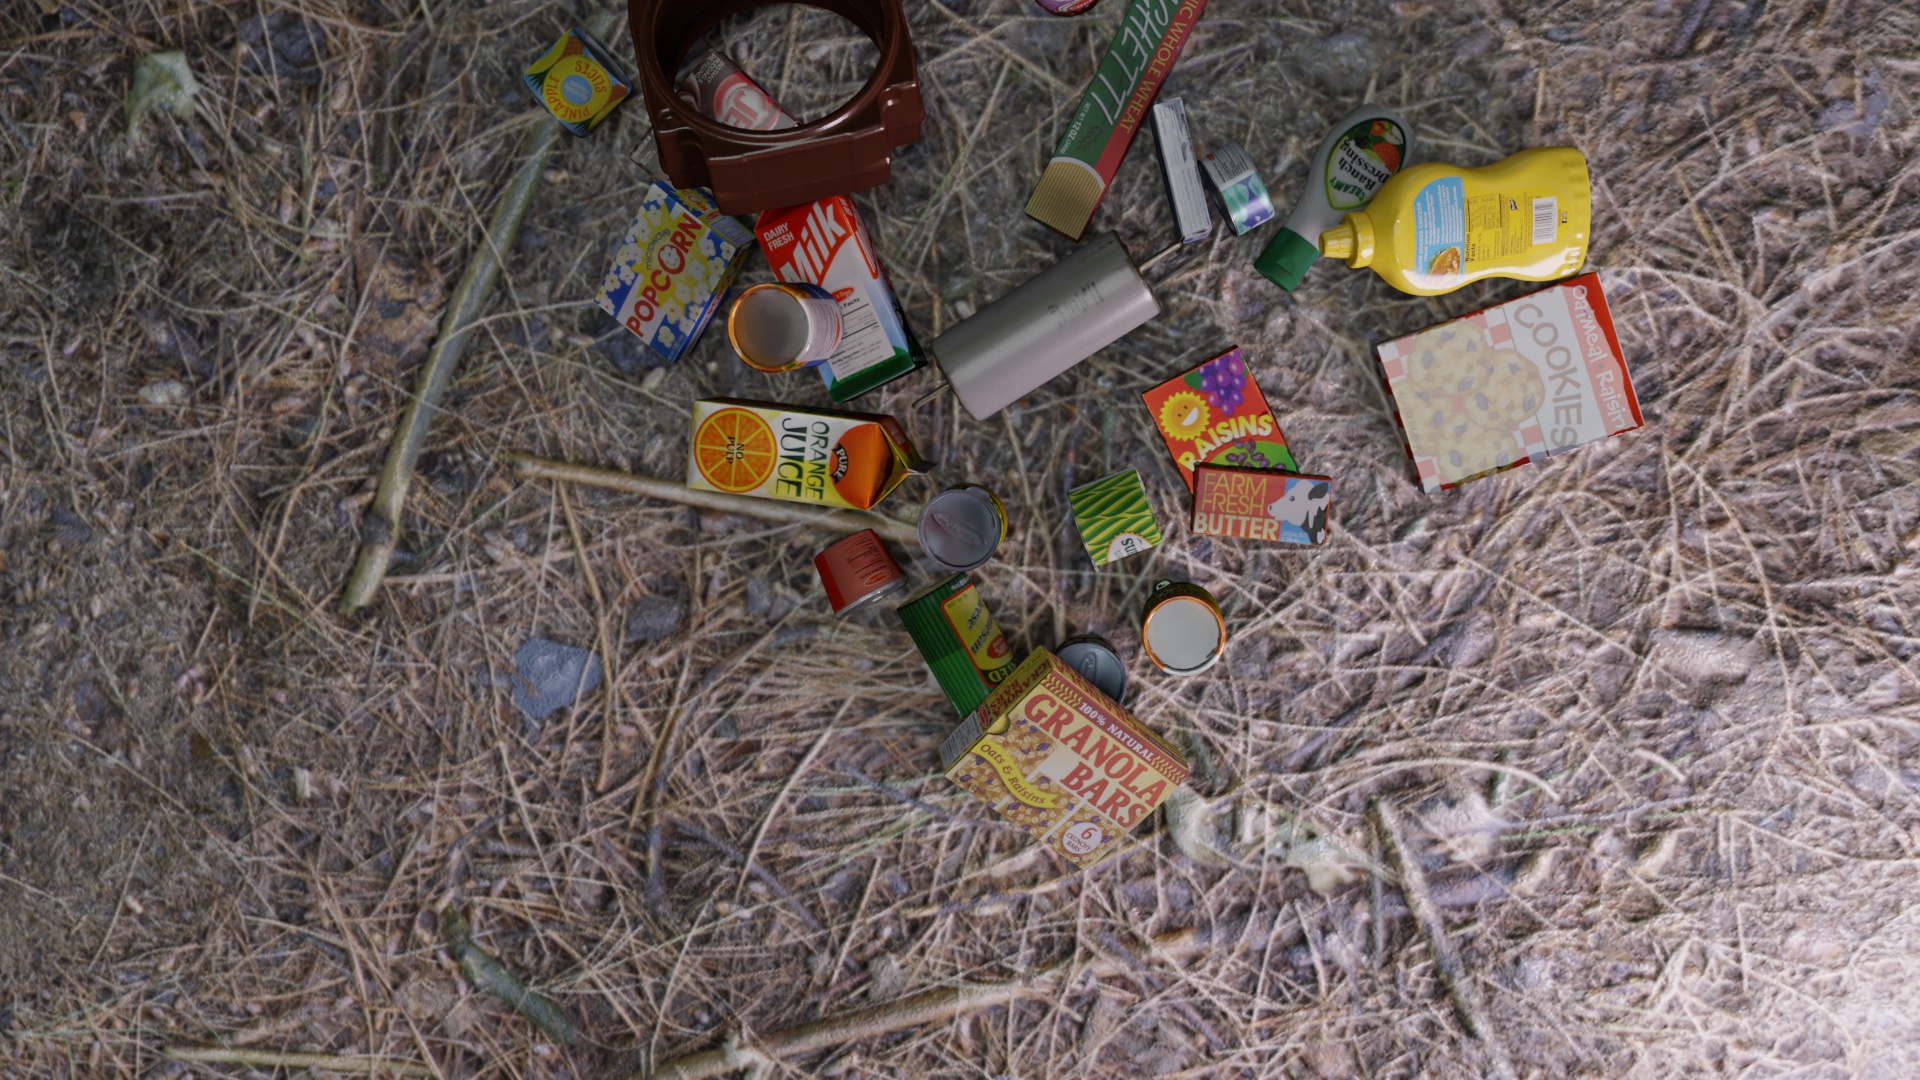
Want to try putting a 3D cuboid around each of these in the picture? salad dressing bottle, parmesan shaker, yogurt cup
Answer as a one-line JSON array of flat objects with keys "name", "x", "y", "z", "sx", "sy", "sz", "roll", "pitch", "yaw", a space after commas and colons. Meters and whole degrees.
[{"name": "salad dressing bottle", "x": 0.282, "y": -0.259, "z": 1.058, "sx": 0.064, "sy": 0.044, "sz": 0.147, "roll": 35, "pitch": 101, "yaw": -7}, {"name": "parmesan shaker", "x": 0.000, "y": 0.085, "z": 1.127, "sx": 0.071, "sy": 0.071, "sz": 0.103, "roll": -30, "pitch": 93, "yaw": 11}, {"name": "yogurt cup", "x": -0.084, "y": 0.026, "z": 1.136, "sx": 0.072, "sy": 0.072, "sz": 0.054, "roll": -30, "pitch": 85, "yaw": 11}]

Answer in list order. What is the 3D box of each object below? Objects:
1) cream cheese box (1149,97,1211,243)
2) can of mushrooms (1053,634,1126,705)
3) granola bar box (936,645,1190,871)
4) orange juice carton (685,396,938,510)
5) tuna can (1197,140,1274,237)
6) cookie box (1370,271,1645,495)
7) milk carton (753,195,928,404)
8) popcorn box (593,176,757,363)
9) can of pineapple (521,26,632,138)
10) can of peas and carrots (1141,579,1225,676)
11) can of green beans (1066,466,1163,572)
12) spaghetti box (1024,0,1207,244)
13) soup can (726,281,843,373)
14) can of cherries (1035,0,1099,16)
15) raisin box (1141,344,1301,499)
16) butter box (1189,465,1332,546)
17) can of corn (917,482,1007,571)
[{"name": "cream cheese box", "x": 0.168, "y": -0.282, "z": 1.065, "sx": 0.024, "sy": 0.053, "sz": 0.103, "roll": -14, "pitch": 96, "yaw": 8}, {"name": "can of mushrooms", "x": 0.101, "y": 0.111, "z": 1.136, "sx": 0.071, "sy": 0.033, "sz": 0.071, "roll": 1, "pitch": 98, "yaw": 8}, {"name": "granola bar box", "x": 0.083, "y": 0.177, "z": 1.109, "sx": 0.165, "sy": 0.039, "sz": 0.124, "roll": 38, "pitch": 104, "yaw": -25}, {"name": "orange juice carton", "x": -0.117, "y": -0.070, "z": 1.122, "sx": 0.193, "sy": 0.072, "sz": 0.073, "roll": 7, "pitch": 99, "yaw": 7}, {"name": "tuna can", "x": 0.210, "y": -0.266, "z": 1.057, "sx": 0.033, "sy": 0.071, "sz": 0.071, "roll": -28, "pitch": 93, "yaw": 10}, {"name": "cookie box", "x": 0.416, "y": -0.119, "z": 1.061, "sx": 0.167, "sy": 0.040, "sz": 0.123, "roll": -18, "pitch": 95, "yaw": 11}, {"name": "milk carton", "x": -0.101, "y": -0.210, "z": 1.102, "sx": 0.073, "sy": 0.072, "sz": 0.190, "roll": -24, "pitch": 95, "yaw": 10}, {"name": "popcorn box", "x": -0.230, "y": -0.217, "z": 1.114, "sx": 0.085, "sy": 0.038, "sz": 0.126, "roll": 39, "pitch": 123, "yaw": 1}, {"name": "can of pineapple", "x": -0.306, "y": -0.366, "z": 1.111, "sx": 0.058, "sy": 0.071, "sz": 0.071, "roll": -40, "pitch": 91, "yaw": 11}, {"name": "can of peas and carrots", "x": 0.176, "y": 0.068, "z": 1.107, "sx": 0.071, "sy": 0.059, "sz": 0.071, "roll": 1, "pitch": 98, "yaw": 7}, {"name": "can of green beans", "x": 0.122, "y": -0.019, "z": 1.100, "sx": 0.058, "sy": 0.071, "sz": 0.071, "roll": -20, "pitch": 94, "yaw": 10}, {"name": "spaghetti box", "x": 0.129, "y": -0.354, "z": 1.074, "sx": 0.050, "sy": 0.029, "sz": 0.249, "roll": 29, "pitch": 100, "yaw": 2}, {"name": "soup can", "x": -0.132, "y": -0.159, "z": 1.033, "sx": 0.071, "sy": 0.084, "sz": 0.071, "roll": 2, "pitch": 100, "yaw": 10}, {"name": "can of cherries", "x": 0.082, "y": -0.436, "z": 1.055, "sx": 0.071, "sy": 0.058, "sz": 0.071, "roll": 1, "pitch": 97, "yaw": 7}, {"name": "raisin box", "x": 0.207, "y": -0.080, "z": 1.094, "sx": 0.086, "sy": 0.040, "sz": 0.123, "roll": -26, "pitch": 95, "yaw": 11}, {"name": "butter box", "x": 0.230, "y": -0.028, "z": 1.065, "sx": 0.103, "sy": 0.024, "sz": 0.053, "roll": 6, "pitch": 100, "yaw": 7}, {"name": "can of corn", "x": 0.004, "y": -0.014, "z": 1.120, "sx": 0.071, "sy": 0.058, "sz": 0.071, "roll": 1, "pitch": 98, "yaw": 8}]
